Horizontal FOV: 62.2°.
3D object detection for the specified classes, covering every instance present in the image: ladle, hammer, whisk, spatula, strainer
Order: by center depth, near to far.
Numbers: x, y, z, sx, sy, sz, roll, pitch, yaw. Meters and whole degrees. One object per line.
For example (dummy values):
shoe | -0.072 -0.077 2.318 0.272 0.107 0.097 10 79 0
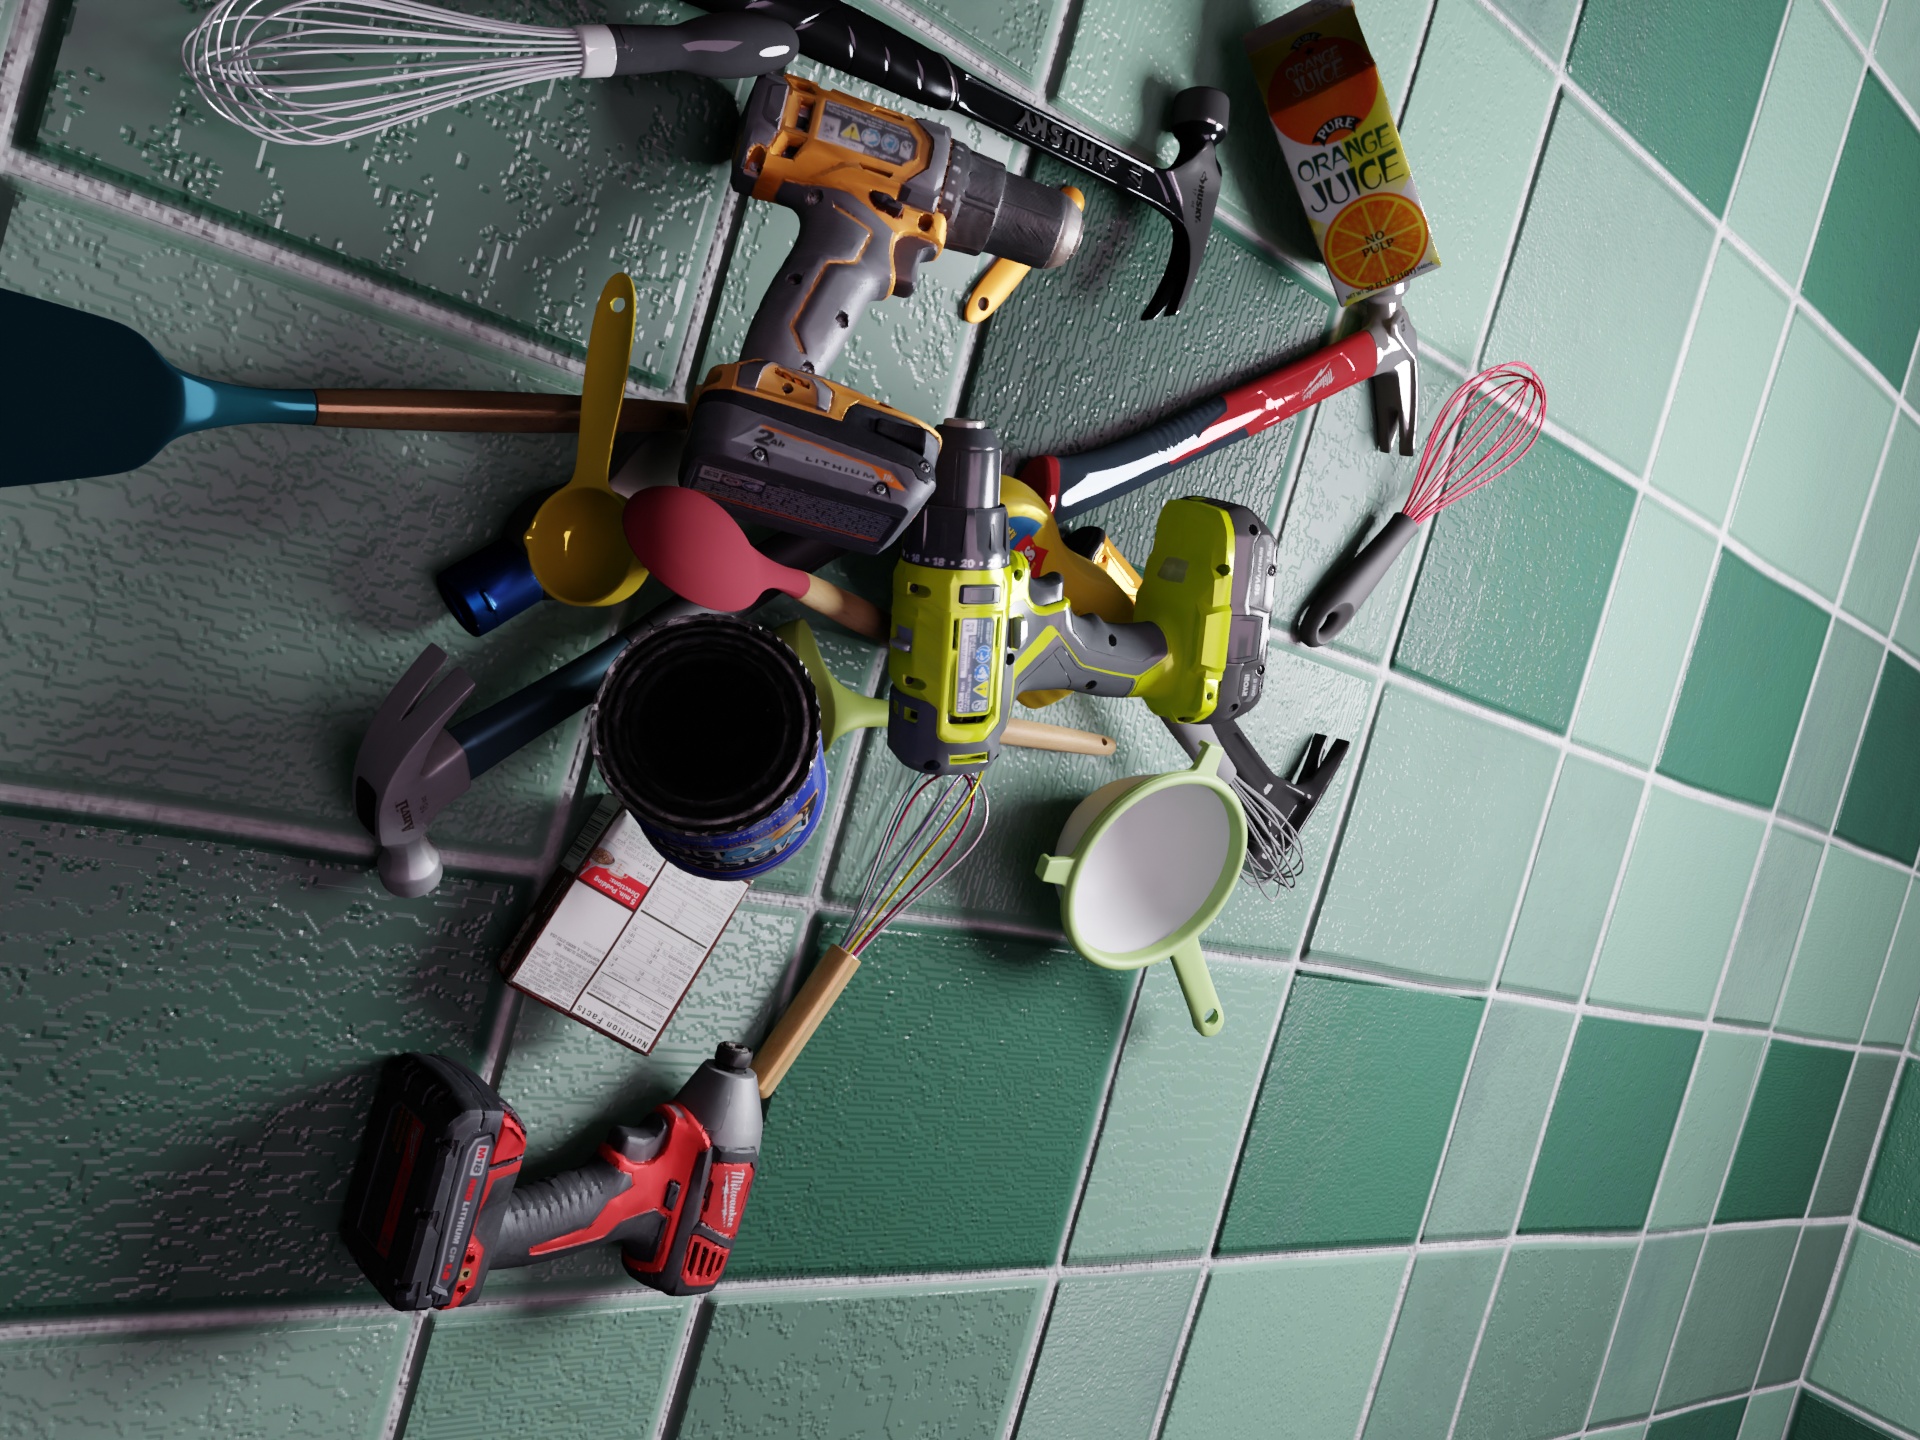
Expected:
whisk | -0.195 -0.297 0.710 0.284 0.070 0.070 -18 113 -32
spatula | -0.266 -0.142 0.710 0.317 0.044 0.082 -6 106 -37
hammer | -0.161 -0.039 0.817 0.331 0.033 0.128 -36 153 -31
ladle | -0.074 -0.064 0.837 0.031 0.069 0.315 -30 161 16
hammer | 0.002 -0.343 0.886 0.408 0.036 0.149 8 87 -39
whisk | -0.057 0.123 0.970 0.245 0.047 0.051 -55 131 -10
ladle | -0.002 -0.003 0.974 0.320 0.062 0.078 9 66 -44
hammer | 0.187 -0.193 1.091 0.386 0.038 0.143 -29 121 -31
whisk | 0.179 0.040 1.103 0.055 0.055 0.238 -48 123 -20
strainer | 0.134 0.127 1.116 0.151 0.069 0.256 -35 130 -13
hammer | 0.171 -0.025 1.126 0.127 0.034 0.336 -54 129 -14
whisk | 0.356 -0.168 1.231 0.296 0.073 0.073 -49 128 -11

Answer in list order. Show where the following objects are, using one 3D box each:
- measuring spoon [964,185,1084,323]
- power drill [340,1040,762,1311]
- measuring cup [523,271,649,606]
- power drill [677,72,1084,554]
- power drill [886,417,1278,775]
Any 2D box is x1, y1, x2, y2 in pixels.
measuring spoon | 0.040 -0.280 0.959 0.117 0.011 0.021 -52 129 -17
power drill | -0.203 0.240 0.859 0.219 0.079 0.143 15 93 -45
measuring cup | -0.165 -0.130 0.748 0.029 0.062 0.156 11 87 -73
power drill | -0.038 -0.203 0.801 0.185 0.084 0.226 14 72 -14
power drill | 0.066 -0.073 0.907 0.228 0.080 0.190 -4 107 -29
